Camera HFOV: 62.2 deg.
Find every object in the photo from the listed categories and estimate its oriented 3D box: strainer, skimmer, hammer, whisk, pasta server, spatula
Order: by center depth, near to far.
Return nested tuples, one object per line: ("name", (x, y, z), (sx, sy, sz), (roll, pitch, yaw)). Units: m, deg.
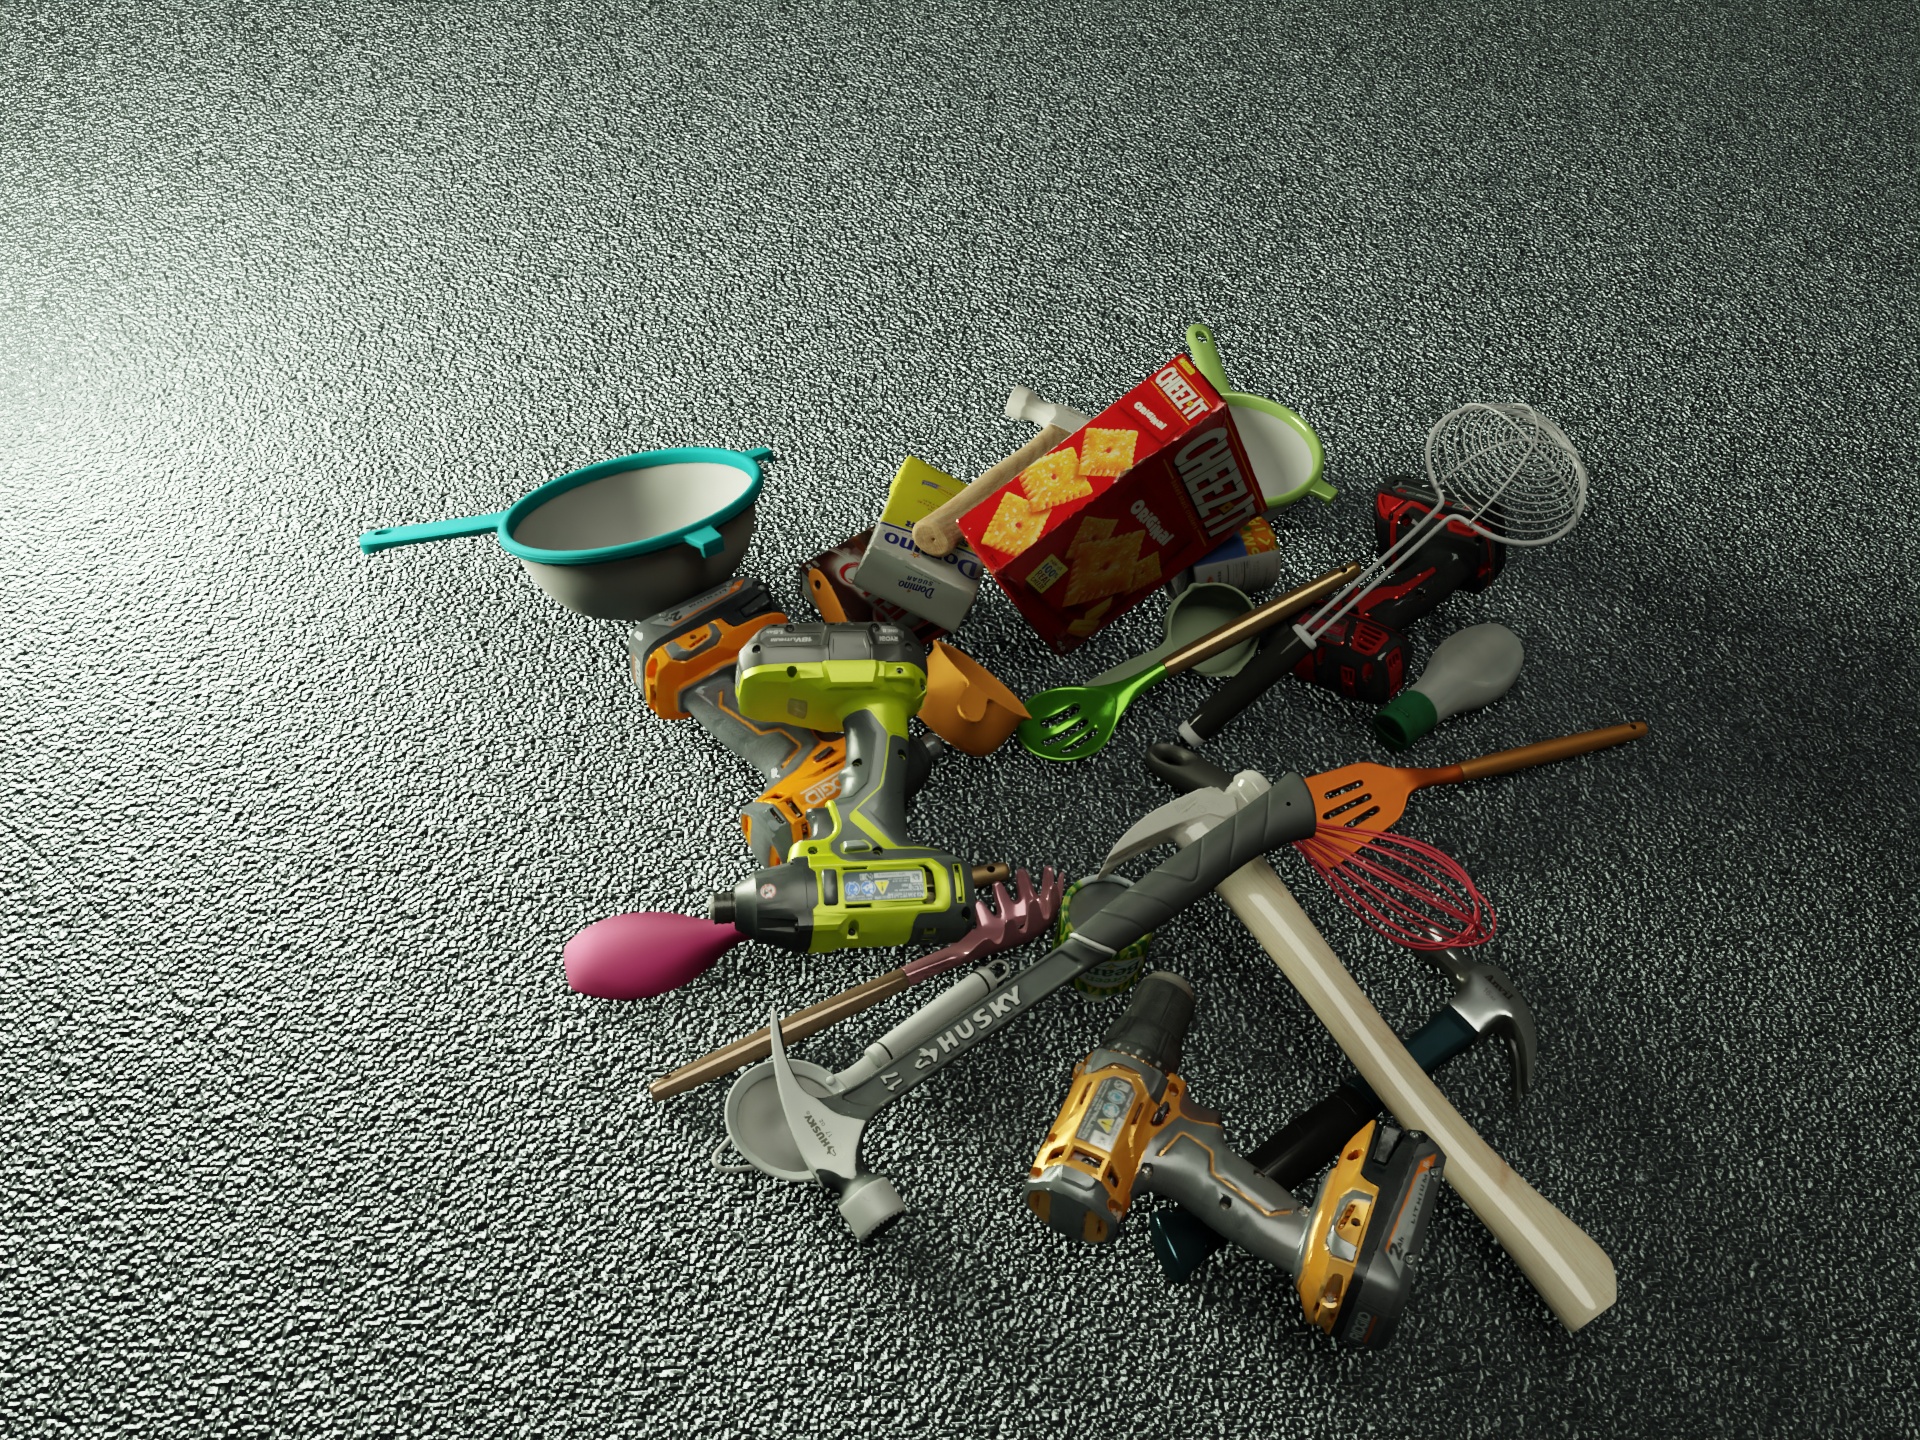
("hammer", (0.065, 0.151, 1.018), (0.409, 0.036, 0.149), (-32, 66, -15))
("hammer", (0.257, 0.211, 1.031), (0.146, 0.038, 0.411), (-22, 61, -27))
("strainer", (-0.059, 0.227, 1.040), (0.258, 0.050, 0.087), (-31, 63, -33))
("hammer", (0.253, 0.259, 1.050), (0.331, 0.033, 0.128), (-29, 58, -25))
("pasta server", (-0.064, 0.179, 1.080), (0.316, 0.040, 0.060), (-22, 15, -19))
("whisk", (0.253, 0.084, 1.158), (0.296, 0.073, 0.073), (30, 53, 34))
("skimmer", (0.319, -0.103, 1.233), (0.363, 0.090, 0.127), (-42, 74, 15))
("spatula", (0.407, 0.042, 1.251), (0.322, 0.041, 0.081), (-11, 52, -20))
("strainer", (-0.314, -0.131, 1.280), (0.340, 0.095, 0.211), (-6, 30, 11))
("hammer", (0.046, -0.207, 1.347), (0.130, 0.031, 0.331), (26, 34, 12))
("strainer", (0.237, -0.261, 1.451), (0.151, 0.069, 0.257), (-3, 50, -6))

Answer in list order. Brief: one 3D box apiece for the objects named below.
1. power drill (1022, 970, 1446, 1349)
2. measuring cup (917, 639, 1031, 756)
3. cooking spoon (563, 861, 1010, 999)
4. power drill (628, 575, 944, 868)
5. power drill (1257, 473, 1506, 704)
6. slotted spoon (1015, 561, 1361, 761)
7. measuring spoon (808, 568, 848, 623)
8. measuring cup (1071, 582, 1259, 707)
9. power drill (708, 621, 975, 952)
("power drill", (0.174, 0.259, 0.974), (0.226, 0.084, 0.185), (18, 49, 17))
("measuring cup", (-0.002, -0.004, 1.172), (0.095, 0.052, 0.174), (39, 13, -4))
("cooking spoon", (-0.117, 0.138, 1.120), (0.319, 0.017, 0.069), (-11, 53, -14))
("power drill", (-0.129, -0.002, 1.197), (0.164, 0.084, 0.227), (-29, 63, -26))
("power drill", (0.344, -0.108, 1.324), (0.143, 0.078, 0.220), (25, 55, 39))
("slotted spoon", (0.184, -0.050, 1.257), (0.314, 0.031, 0.070), (-28, 59, -9))
("measuring spoon", (-0.098, -0.071, 1.269), (0.011, 0.021, 0.117), (-7, 67, -52))
("measuring cup", (0.162, -0.053, 1.292), (0.167, 0.038, 0.083), (-27, 95, -3))
("power drill", (-0.088, 0.047, 1.083), (0.171, 0.080, 0.223), (-1, 61, -12))
